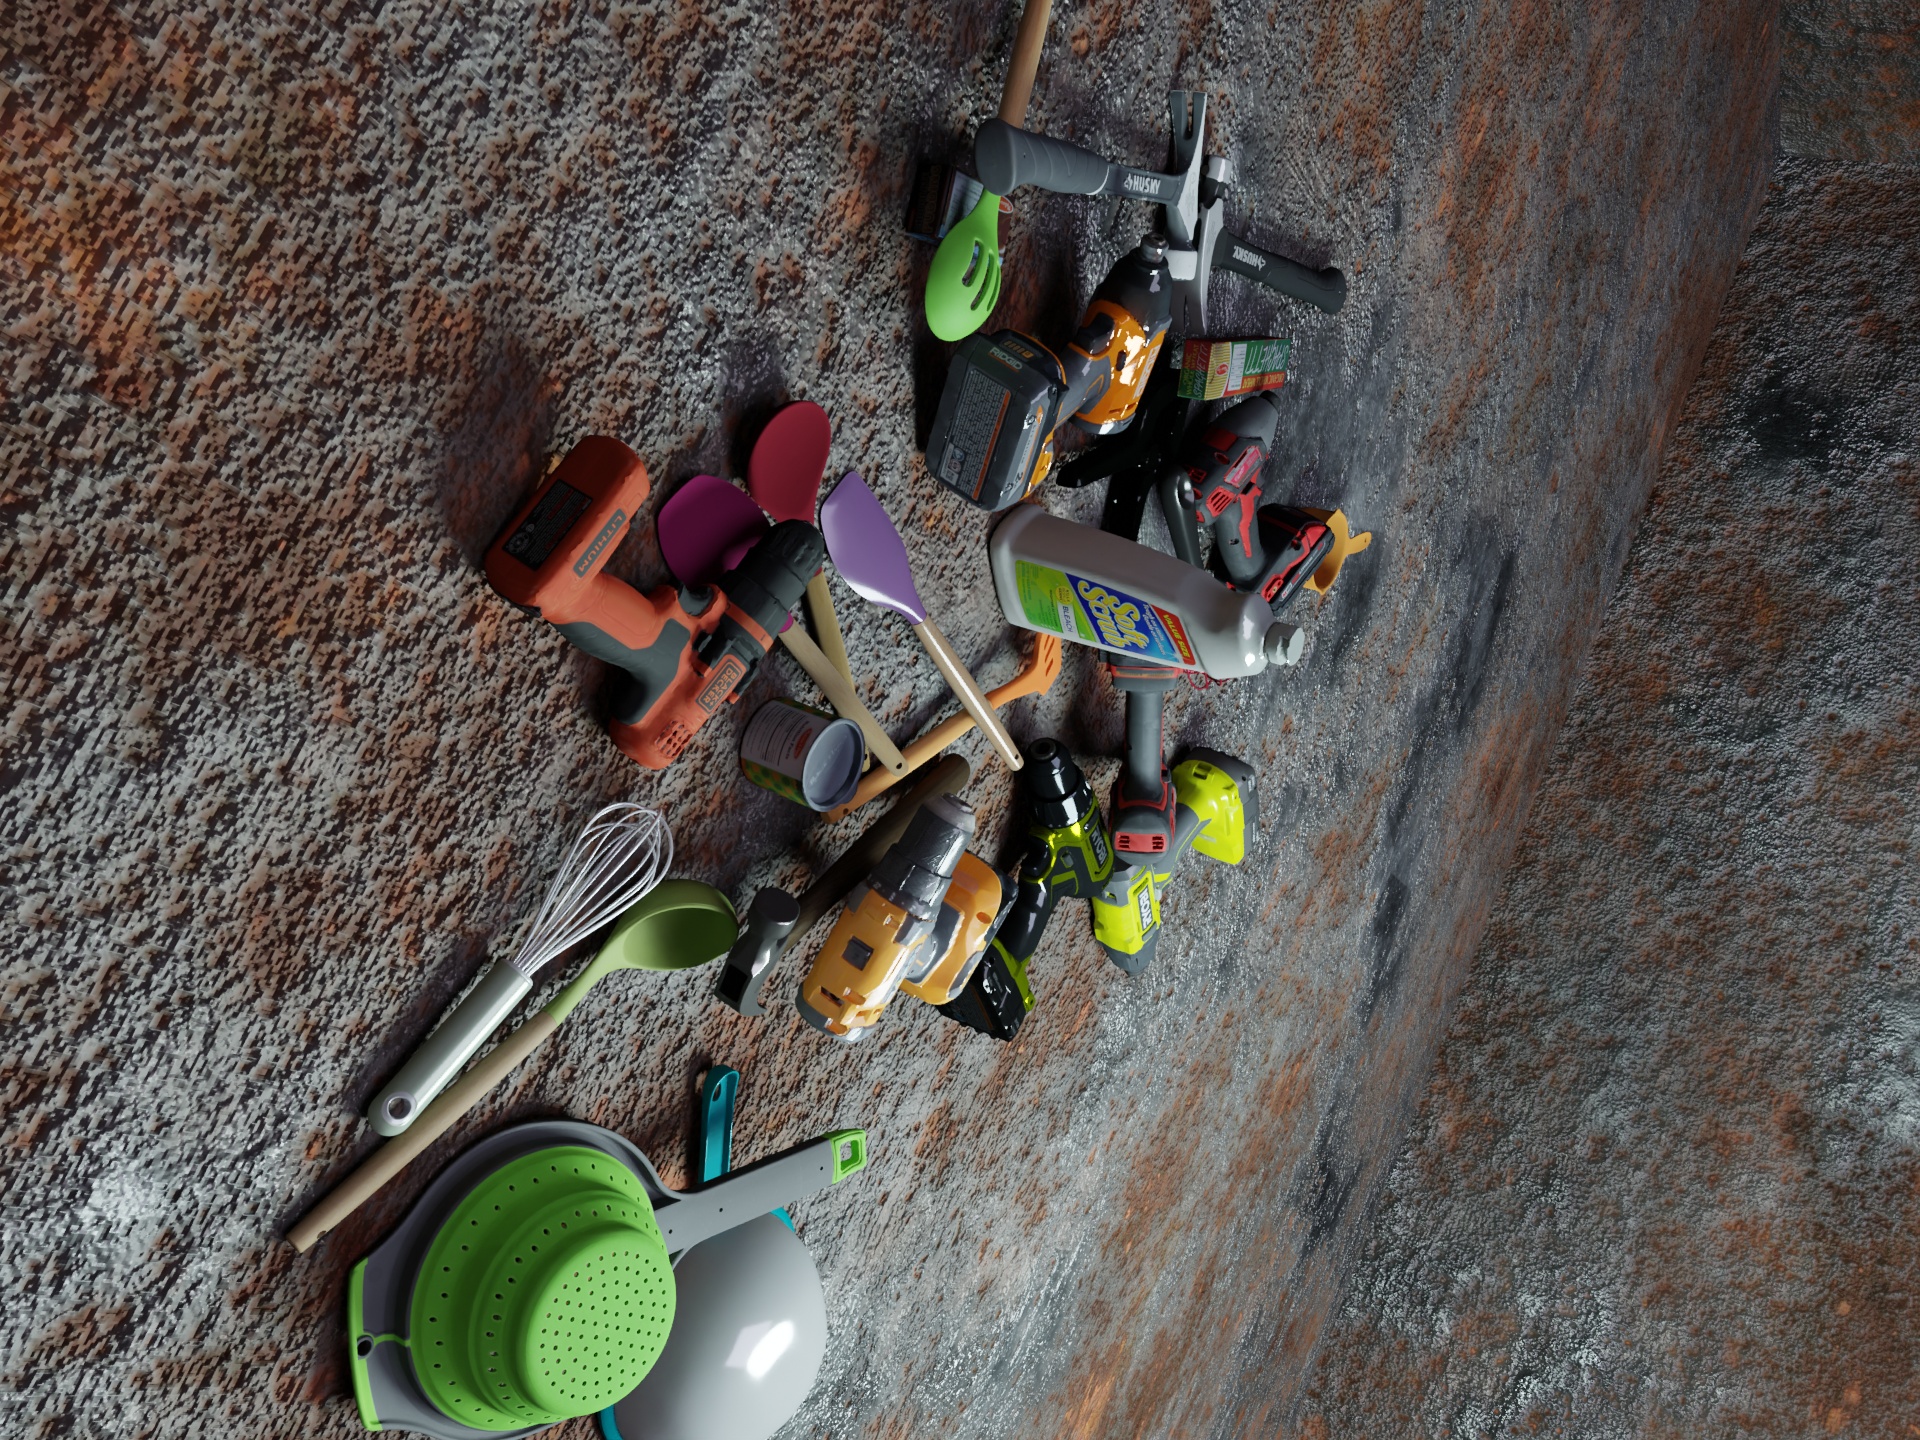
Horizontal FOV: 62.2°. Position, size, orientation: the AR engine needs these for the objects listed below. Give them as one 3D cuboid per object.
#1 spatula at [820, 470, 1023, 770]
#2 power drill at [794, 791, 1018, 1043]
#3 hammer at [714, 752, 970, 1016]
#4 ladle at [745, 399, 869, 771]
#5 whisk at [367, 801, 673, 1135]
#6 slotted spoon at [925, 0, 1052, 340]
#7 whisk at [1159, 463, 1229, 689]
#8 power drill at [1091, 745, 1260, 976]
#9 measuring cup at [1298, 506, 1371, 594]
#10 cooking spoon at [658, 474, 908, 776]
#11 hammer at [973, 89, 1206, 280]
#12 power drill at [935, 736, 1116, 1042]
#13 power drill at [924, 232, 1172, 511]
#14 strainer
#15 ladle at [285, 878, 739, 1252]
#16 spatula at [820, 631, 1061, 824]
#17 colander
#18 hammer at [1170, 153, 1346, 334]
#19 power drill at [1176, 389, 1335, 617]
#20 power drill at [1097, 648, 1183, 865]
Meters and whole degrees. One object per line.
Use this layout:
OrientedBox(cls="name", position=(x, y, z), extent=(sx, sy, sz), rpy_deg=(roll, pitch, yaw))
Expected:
OrientedBox(cls="spatula", position=(-0.022, -0.059, 1.190), extent=(0.060, 0.018, 0.315), rpy_deg=(-56, 136, -21))
OrientedBox(cls="power drill", position=(-0.026, 0.137, 1.179), extent=(0.185, 0.084, 0.226), rpy_deg=(-60, 165, 6))
OrientedBox(cls="hammer", position=(-0.076, 0.106, 1.152), extent=(0.331, 0.031, 0.130), rpy_deg=(-41, 163, -55))
OrientedBox(cls="ladle", position=(-0.095, -0.082, 1.089), extent=(0.069, 0.031, 0.315), rpy_deg=(-35, 136, -26))
OrientedBox(cls="whisk", position=(-0.258, 0.143, 0.943), extent=(0.057, 0.059, 0.246), rpy_deg=(46, 66, -15))
OrientedBox(cls="slotted spoon", position=(0.032, -0.402, 1.075), extent=(0.070, 0.031, 0.314), rpy_deg=(31, 68, -54))
OrientedBox(cls="whisk", position=(0.219, -0.129, 1.490), extent=(0.073, 0.073, 0.295), rpy_deg=(-54, 147, -25))
OrientedBox(cls="power drill", position=(0.216, 0.146, 1.632), extent=(0.223, 0.080, 0.171), rpy_deg=(-43, 137, -32))
OrientedBox(cls="measuring cup", position=(0.403, -0.197, 1.764), extent=(0.173, 0.052, 0.095), rpy_deg=(-20, 122, -54))
OrientedBox(cls="cooking spoon", position=(-0.108, -0.050, 1.073), extent=(0.069, 0.017, 0.318), rpy_deg=(-47, 138, -10))
OrientedBox(cls="hammer", position=(0.106, -0.402, 1.162), extent=(0.409, 0.036, 0.149), rpy_deg=(-28, 126, -61))
OrientedBox(cls="power drill", position=(0.053, 0.143, 1.381), extent=(0.229, 0.080, 0.190), rpy_deg=(-56, 146, -28))
OrientedBox(cls="power drill", position=(0.078, -0.263, 1.175), extent=(0.226, 0.084, 0.164), rpy_deg=(-39, 158, -42))
OrientedBox(cls="strainer", position=(-0.159, 0.417, 1.178), extent=(0.211, 0.095, 0.340), rpy_deg=(-21, 124, -51))
OrientedBox(cls="ladle", position=(-0.260, 0.205, 0.958), extent=(0.320, 0.062, 0.078), rpy_deg=(-43, 157, -34))
OrientedBox(cls="spatula", position=(-0.002, -0.004, 1.275), extent=(0.322, 0.041, 0.081), rpy_deg=(-35, 133, -38))
OrientedBox(cls="colander", position=(-0.187, 0.346, 1.032), extent=(0.397, 0.094, 0.204), rpy_deg=(-10, 101, -45))
OrientedBox(cls="hammer", position=(0.288, -0.418, 1.492), extent=(0.334, 0.035, 0.146), rpy_deg=(-6, 110, -56))
OrientedBox(cls="power drill", position=(0.281, -0.210, 1.535), extent=(0.143, 0.079, 0.219), rpy_deg=(-52, 141, -8))
OrientedBox(cls="power drill", position=(0.168, -0.004, 1.448), extent=(0.188, 0.080, 0.226), rpy_deg=(-73, 162, -64))
